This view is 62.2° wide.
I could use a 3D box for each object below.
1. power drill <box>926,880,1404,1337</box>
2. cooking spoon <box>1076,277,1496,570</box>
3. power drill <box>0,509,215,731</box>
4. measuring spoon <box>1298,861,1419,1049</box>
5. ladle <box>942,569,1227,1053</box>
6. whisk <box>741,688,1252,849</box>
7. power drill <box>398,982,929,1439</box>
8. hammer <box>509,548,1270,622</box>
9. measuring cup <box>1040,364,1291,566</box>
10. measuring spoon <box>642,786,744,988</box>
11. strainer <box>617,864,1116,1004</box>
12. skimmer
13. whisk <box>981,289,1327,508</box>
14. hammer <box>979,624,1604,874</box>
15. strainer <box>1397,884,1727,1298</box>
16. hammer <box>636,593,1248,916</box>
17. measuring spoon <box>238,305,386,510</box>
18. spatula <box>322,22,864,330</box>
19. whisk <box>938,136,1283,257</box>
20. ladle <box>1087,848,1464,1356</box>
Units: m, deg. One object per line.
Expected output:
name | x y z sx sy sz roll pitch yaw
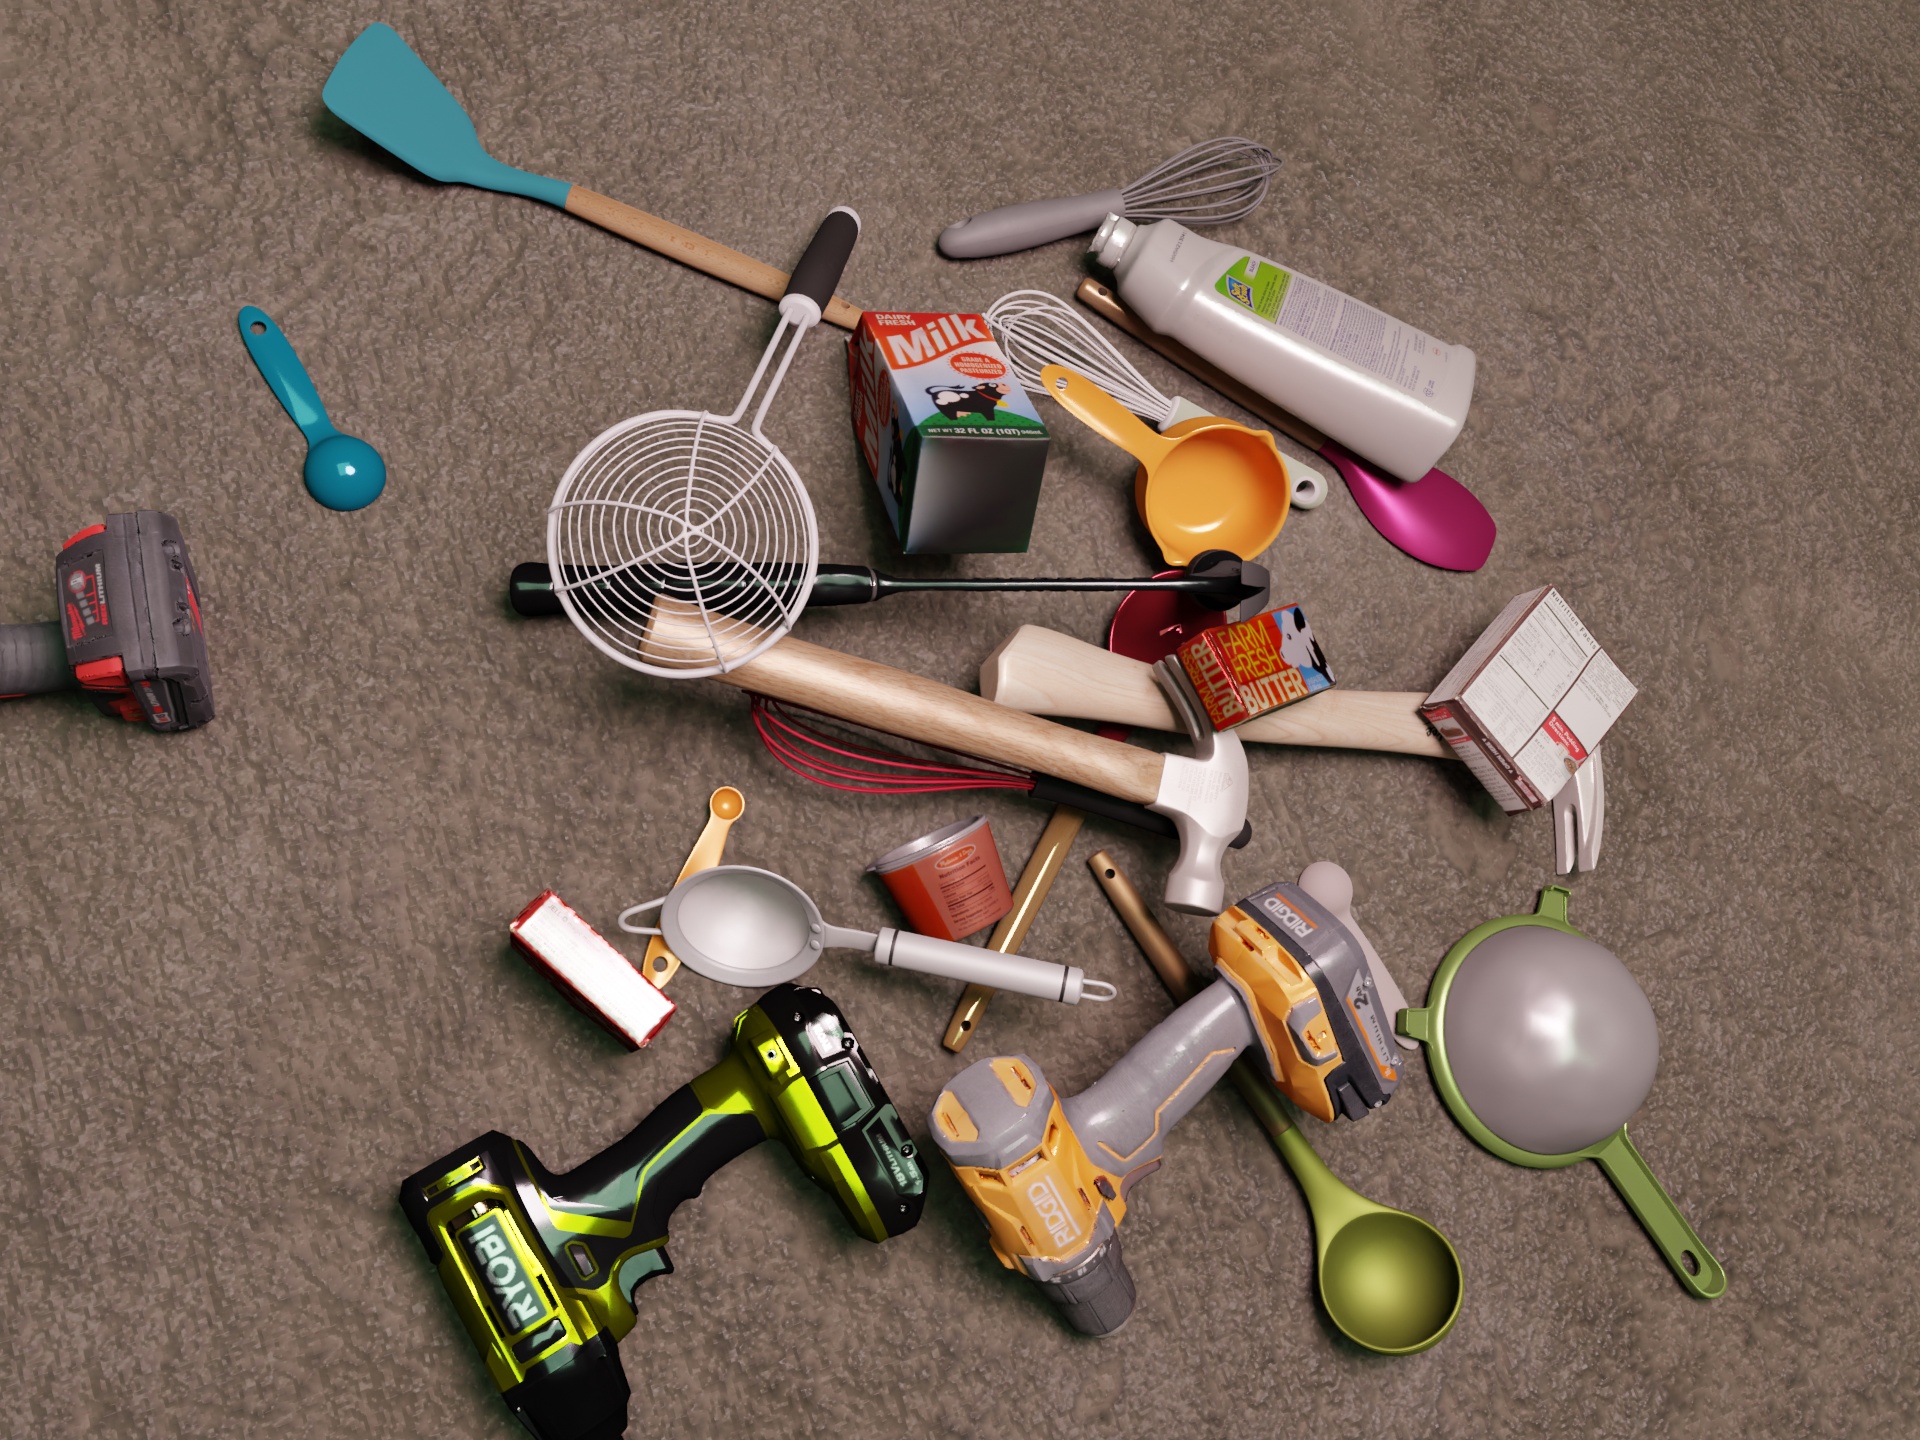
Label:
power drill | 0.112 0.208 0.815 0.226 0.084 0.185 -31 122 -9
cooking spoon | 0.211 -0.192 1.018 0.319 0.017 0.069 31 68 -6
power drill | -0.465 -0.037 0.707 0.226 0.188 0.080 -9 78 -21
measuring spoon | 0.242 0.139 0.943 0.034 0.018 0.124 -28 86 -20
ladle | 0.068 0.049 0.914 0.069 0.031 0.315 31 72 -6
whisk | 0.023 0.026 0.872 0.295 0.073 0.073 16 73 -9
power drill | -0.136 0.246 0.785 0.223 0.080 0.171 -29 86 -16
hammer | -0.033 -0.071 0.857 0.409 0.149 0.036 -1 97 -3
measuring cup | 0.115 -0.161 0.944 0.173 0.052 0.095 33 104 -15
measuring spoon | -0.145 0.090 0.855 0.021 0.011 0.117 26 74 -19
strainer | -0.046 0.116 0.828 0.258 0.086 0.050 12 37 4
skimmer | -0.111 -0.169 0.849 0.127 0.090 0.364 25 40 -10
whisk | 0.122 -0.193 0.983 0.246 0.059 0.057 26 108 -12
hammer | 0.206 0.007 0.936 0.410 0.038 0.146 5 76 -20
strainer | 0.384 0.230 0.931 0.151 0.069 0.256 -33 86 -22
hammer | -0.001 -0.003 0.823 0.331 0.031 0.130 17 75 -14
measuring spoon | -0.353 -0.172 0.855 0.042 0.021 0.128 -31 87 -20
spatula | -0.200 -0.299 0.918 0.317 0.044 0.082 21 52 -11
whisk | 0.097 -0.328 1.009 0.239 0.055 0.055 -17 81 -14
ladle | 0.167 0.207 0.887 0.078 0.062 0.320 -33 84 -6
